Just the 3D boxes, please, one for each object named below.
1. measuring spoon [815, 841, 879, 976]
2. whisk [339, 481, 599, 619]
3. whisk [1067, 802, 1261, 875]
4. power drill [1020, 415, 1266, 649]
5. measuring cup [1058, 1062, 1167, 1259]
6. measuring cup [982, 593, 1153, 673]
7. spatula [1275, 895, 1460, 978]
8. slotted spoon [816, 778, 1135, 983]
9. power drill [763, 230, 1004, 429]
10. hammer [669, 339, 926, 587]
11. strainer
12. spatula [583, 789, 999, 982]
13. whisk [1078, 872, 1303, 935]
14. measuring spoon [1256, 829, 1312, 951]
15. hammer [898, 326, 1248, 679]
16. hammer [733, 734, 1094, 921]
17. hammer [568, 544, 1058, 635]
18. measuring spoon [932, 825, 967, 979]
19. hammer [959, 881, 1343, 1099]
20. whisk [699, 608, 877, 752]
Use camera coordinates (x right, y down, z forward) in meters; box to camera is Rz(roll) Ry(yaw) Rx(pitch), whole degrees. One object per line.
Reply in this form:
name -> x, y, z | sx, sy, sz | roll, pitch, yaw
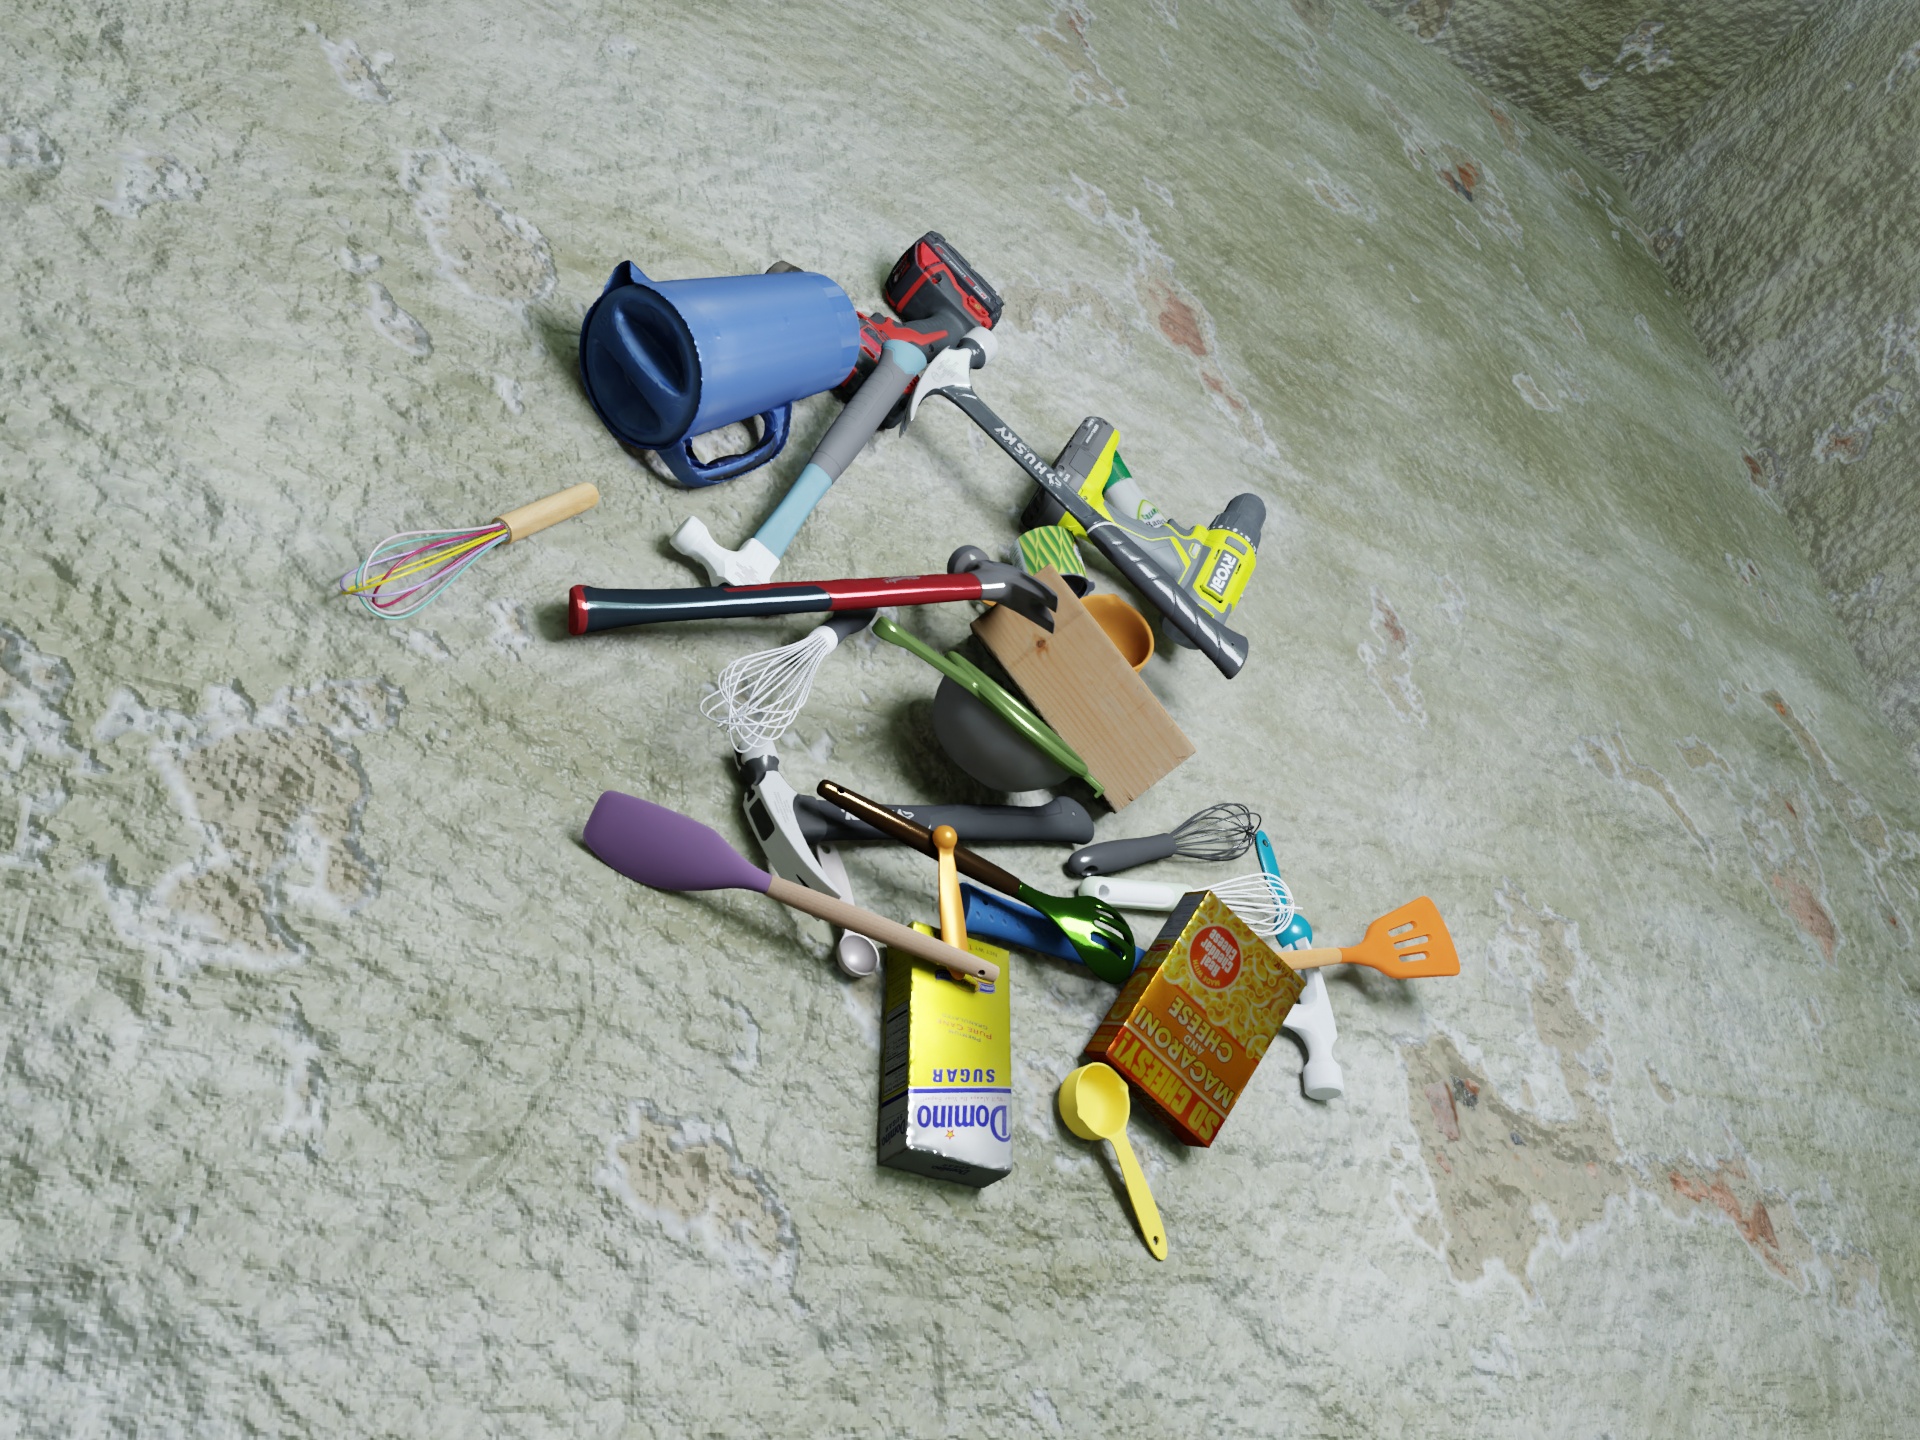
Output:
measuring spoon -> -0.092, 0.139, 1.195 | 0.034, 0.018, 0.124 | 7, 49, -38
whisk -> -0.345, -0.130, 1.152 | 0.051, 0.047, 0.245 | 49, 38, 2
whisk -> 0.186, 0.111, 1.427 | 0.239, 0.055, 0.055 | -7, 66, -39
power drill -> 0.193, -0.200, 1.590 | 0.228, 0.080, 0.191 | 33, 59, -4
measuring cup -> 0.119, 0.340, 1.222 | 0.062, 0.029, 0.156 | -17, 84, -46
measuring cup -> 0.092, -0.080, 1.489 | 0.173, 0.052, 0.095 | 16, 53, -9
spatula -> 0.327, 0.208, 1.424 | 0.322, 0.041, 0.081 | 1, 61, -39
slotted spoon -> 0.022, 0.120, 1.227 | 0.313, 0.031, 0.070 | 30, 46, -23
power drill -> -0.076, -0.400, 1.559 | 0.188, 0.080, 0.227 | 45, 45, -4
hammer -> -0.116, -0.221, 1.369 | 0.128, 0.033, 0.331 | 43, 54, -18
strainer -> -0.002, -0.004, 1.256 | 0.256, 0.069, 0.152 | 33, 9, -47
spatula -> -0.114, 0.128, 1.126 | 0.315, 0.059, 0.018 | 23, 17, -15
whisk -> 0.206, 0.158, 1.410 | 0.246, 0.059, 0.058 | 8, 83, -32
measuring spoon -> 0.307, 0.159, 1.510 | 0.042, 0.021, 0.129 | 9, 56, -36
hammer -> 0.115, -0.190, 1.484 | 0.409, 0.036, 0.149 | 44, 56, 1
hammer -> -0.019, 0.086, 1.271 | 0.334, 0.035, 0.146 | 4, 50, -40
hammer -> -0.111, -0.092, 1.241 | 0.386, 0.038, 0.143 | -7, 25, -31
measuring spoon -> -0.005, 0.134, 1.182 | 0.021, 0.011, 0.117 | 4, 71, -30
hammer -> 0.165, 0.207, 1.344 | 0.405, 0.035, 0.144 | 22, 49, -27
whisk -> -0.123, -0.051, 1.254 | 0.070, 0.070, 0.285 | 46, 29, -4
